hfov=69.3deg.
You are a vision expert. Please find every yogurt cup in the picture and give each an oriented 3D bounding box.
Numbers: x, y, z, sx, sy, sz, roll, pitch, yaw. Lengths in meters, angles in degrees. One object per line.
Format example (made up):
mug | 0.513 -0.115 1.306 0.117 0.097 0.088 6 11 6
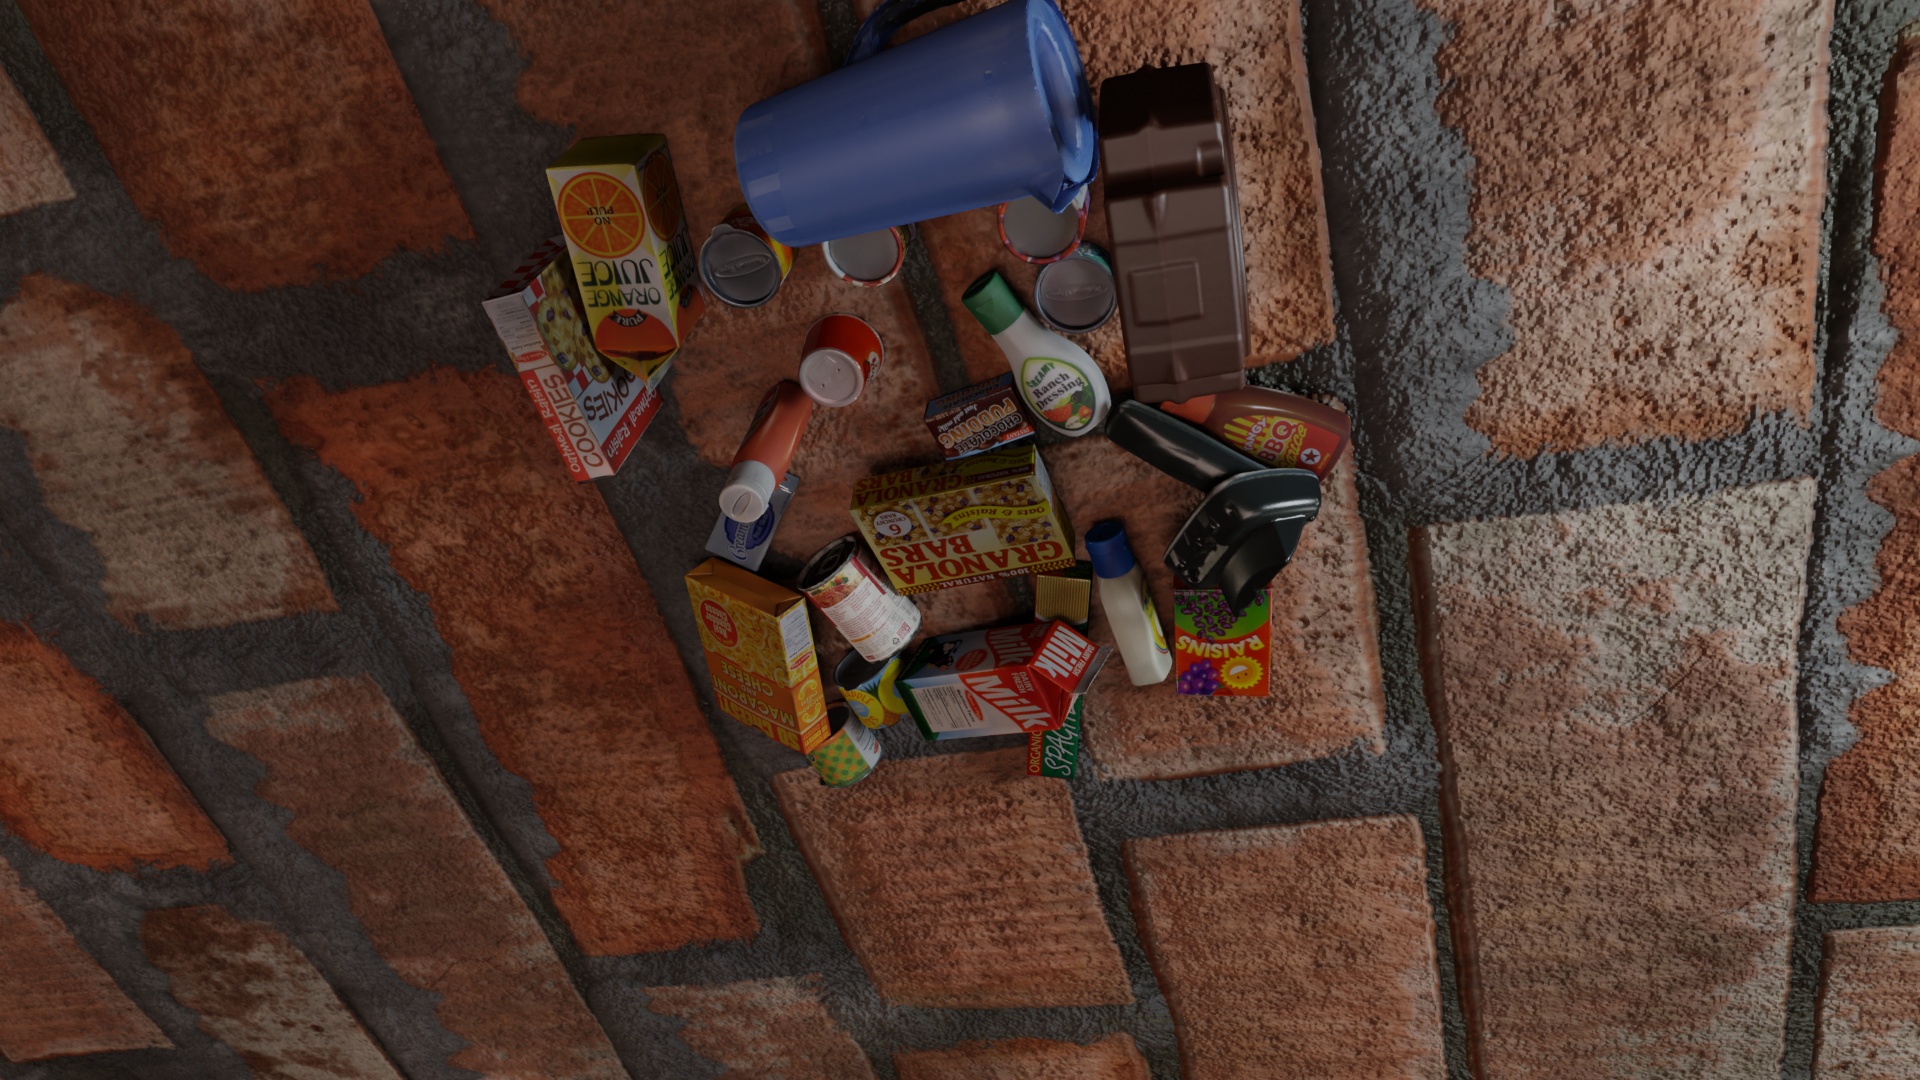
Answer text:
yogurt cup | -0.101 -0.145 1.138 0.072 0.054 0.072 5 124 7

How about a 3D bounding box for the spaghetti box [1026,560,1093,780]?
spaghetti box | 0.092 0.126 1.306 0.050 0.029 0.248 6 125 7

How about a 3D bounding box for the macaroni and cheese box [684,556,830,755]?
macaroni and cheese box | -0.190 0.109 1.303 0.124 0.040 0.165 20 132 35

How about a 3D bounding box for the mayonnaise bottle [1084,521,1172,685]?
mayonnaise bottle | 0.149 0.054 1.228 0.041 0.065 0.147 -12 118 20

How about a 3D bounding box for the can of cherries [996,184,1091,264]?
can of cherries | 0.062 -0.245 1.039 0.071 0.059 0.071 4 124 7

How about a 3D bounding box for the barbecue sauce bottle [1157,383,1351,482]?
barbecue sauce bottle | 0.234 -0.098 1.120 0.148 0.044 0.064 20 132 -3

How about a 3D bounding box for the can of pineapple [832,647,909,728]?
can of pineapple | -0.080 0.138 1.319 0.071 0.071 0.057 -19 119 21

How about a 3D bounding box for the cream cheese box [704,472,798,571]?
cream cheese box | -0.189 -0.023 1.255 0.053 0.024 0.103 25 124 -7

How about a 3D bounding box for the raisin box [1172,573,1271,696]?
raisin box | 0.235 0.082 1.245 0.086 0.040 0.122 -1 125 9

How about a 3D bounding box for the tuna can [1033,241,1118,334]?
tuna can | 0.090 -0.199 1.081 0.071 0.033 0.070 4 125 7

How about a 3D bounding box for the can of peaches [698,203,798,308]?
can of peaches | -0.166 -0.226 1.092 0.071 0.058 0.071 5 125 7

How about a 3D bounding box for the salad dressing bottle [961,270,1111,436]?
salad dressing bottle | 0.060 -0.150 1.114 0.064 0.044 0.147 -31 114 28

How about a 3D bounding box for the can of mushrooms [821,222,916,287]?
can of mushrooms | -0.071 -0.234 1.085 0.071 0.034 0.070 5 124 7

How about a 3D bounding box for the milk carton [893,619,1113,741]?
milk carton | 0.044 0.126 1.257 0.190 0.073 0.073 -10 116 34

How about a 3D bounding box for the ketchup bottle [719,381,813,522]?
ketchup bottle | -0.161 -0.070 1.141 0.043 0.149 0.064 30 124 -13

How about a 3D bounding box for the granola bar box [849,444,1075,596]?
granola bar box | 0.004 -0.015 1.201 0.165 0.039 0.123 -10 137 17

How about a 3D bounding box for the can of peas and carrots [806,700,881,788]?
can of peas and carrots | -0.122 0.202 1.371 0.071 0.071 0.058 -20 118 22

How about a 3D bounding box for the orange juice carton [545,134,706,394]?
orange juice carton | -0.258 -0.217 1.105 0.073 0.072 0.191 -1 124 11

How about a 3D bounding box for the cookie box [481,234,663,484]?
cookie box | -0.310 -0.149 1.129 0.040 0.123 0.166 -10 122 17

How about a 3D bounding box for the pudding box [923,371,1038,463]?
pudding box | 0.017 -0.102 1.162 0.083 0.030 0.049 -18 120 21
